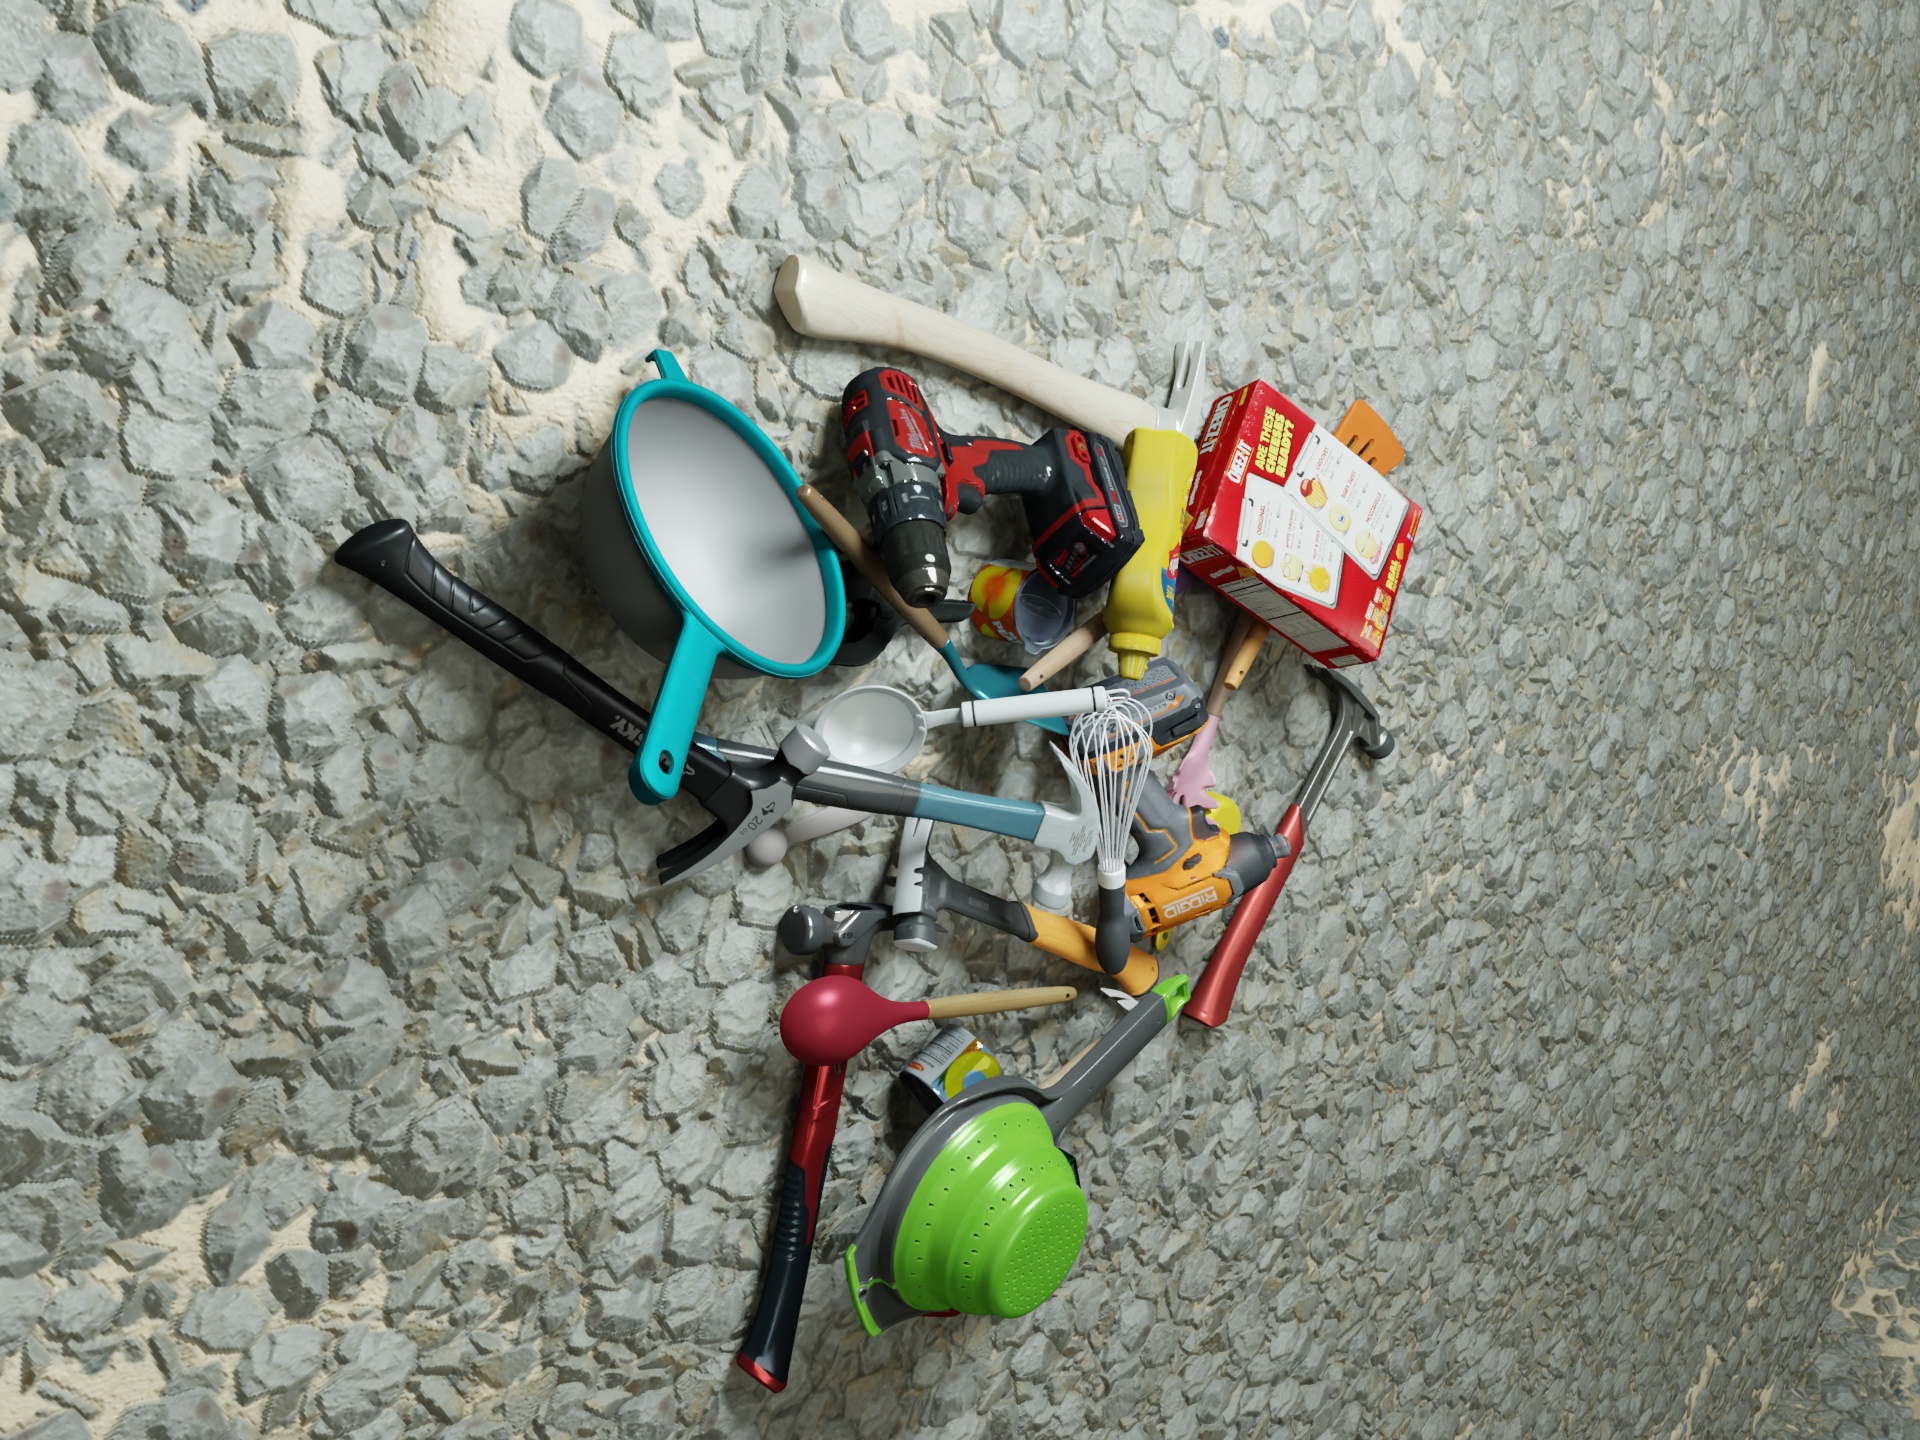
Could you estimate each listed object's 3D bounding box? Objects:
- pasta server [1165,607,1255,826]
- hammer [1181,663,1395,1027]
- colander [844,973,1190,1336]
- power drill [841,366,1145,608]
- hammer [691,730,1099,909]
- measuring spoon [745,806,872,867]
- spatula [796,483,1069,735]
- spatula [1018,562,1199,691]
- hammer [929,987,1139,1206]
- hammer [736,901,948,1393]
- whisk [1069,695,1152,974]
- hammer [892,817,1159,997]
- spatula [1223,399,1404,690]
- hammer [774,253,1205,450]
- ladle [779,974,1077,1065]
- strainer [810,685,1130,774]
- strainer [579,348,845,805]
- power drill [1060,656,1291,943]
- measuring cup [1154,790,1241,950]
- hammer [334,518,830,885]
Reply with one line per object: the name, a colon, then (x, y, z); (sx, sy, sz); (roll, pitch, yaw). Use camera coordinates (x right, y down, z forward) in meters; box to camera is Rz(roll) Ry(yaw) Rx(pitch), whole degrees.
pasta server: (0.243, -0.029, 1.447); (0.060, 0.040, 0.316); (24, 84, -30)
hammer: (0.304, 0.127, 1.533); (0.149, 0.037, 0.359); (39, 75, -38)
colander: (0.085, 0.340, 1.249); (0.397, 0.095, 0.204); (-37, 133, -32)
power drill: (0.023, -0.151, 1.154); (0.226, 0.080, 0.188); (9, 55, -36)
hammer: (-0.047, 0.057, 1.169); (0.330, 0.033, 0.128); (12, 113, -22)
measuring spoon: (-0.106, 0.081, 1.200); (0.124, 0.018, 0.034); (-20, 112, -35)
spatula: (-0.020, -0.080, 1.167); (0.044, 0.082, 0.317); (-35, 136, 9)
spatula: (0.134, -0.096, 1.309); (0.316, 0.018, 0.059); (-39, 122, -46)
hammer: (0.053, 0.324, 1.316); (0.331, 0.031, 0.130); (-26, 137, -43)
hammer: (-0.105, 0.334, 1.247); (0.143, 0.038, 0.386); (7, 96, -41)
whisk: (0.122, 0.099, 1.285); (0.070, 0.070, 0.284); (-28, 130, -31)
hammer: (0.066, 0.167, 1.336); (0.336, 0.034, 0.127); (29, 59, -44)
spatula: (0.316, -0.155, 1.456); (0.081, 0.041, 0.323); (43, 62, -24)
hammer: (0.037, -0.281, 1.223); (0.410, 0.038, 0.146); (13, 91, -40)
ladle: (-0.012, 0.229, 1.263); (0.315, 0.031, 0.069); (4, 96, -46)
strainer: (-0.002, -0.004, 1.189); (0.258, 0.050, 0.086); (-6, 128, 2)
strainer: (-0.180, -0.063, 0.982); (0.210, 0.095, 0.341); (46, 32, -31)
power drill: (0.183, 0.067, 1.352); (0.164, 0.084, 0.226); (-21, 113, -1)
measuring cup: (0.218, 0.142, 1.469); (0.062, 0.029, 0.156); (27, 81, -40)
hammer: (-0.251, -0.016, 1.027); (0.146, 0.035, 0.334); (-46, 121, 10)
